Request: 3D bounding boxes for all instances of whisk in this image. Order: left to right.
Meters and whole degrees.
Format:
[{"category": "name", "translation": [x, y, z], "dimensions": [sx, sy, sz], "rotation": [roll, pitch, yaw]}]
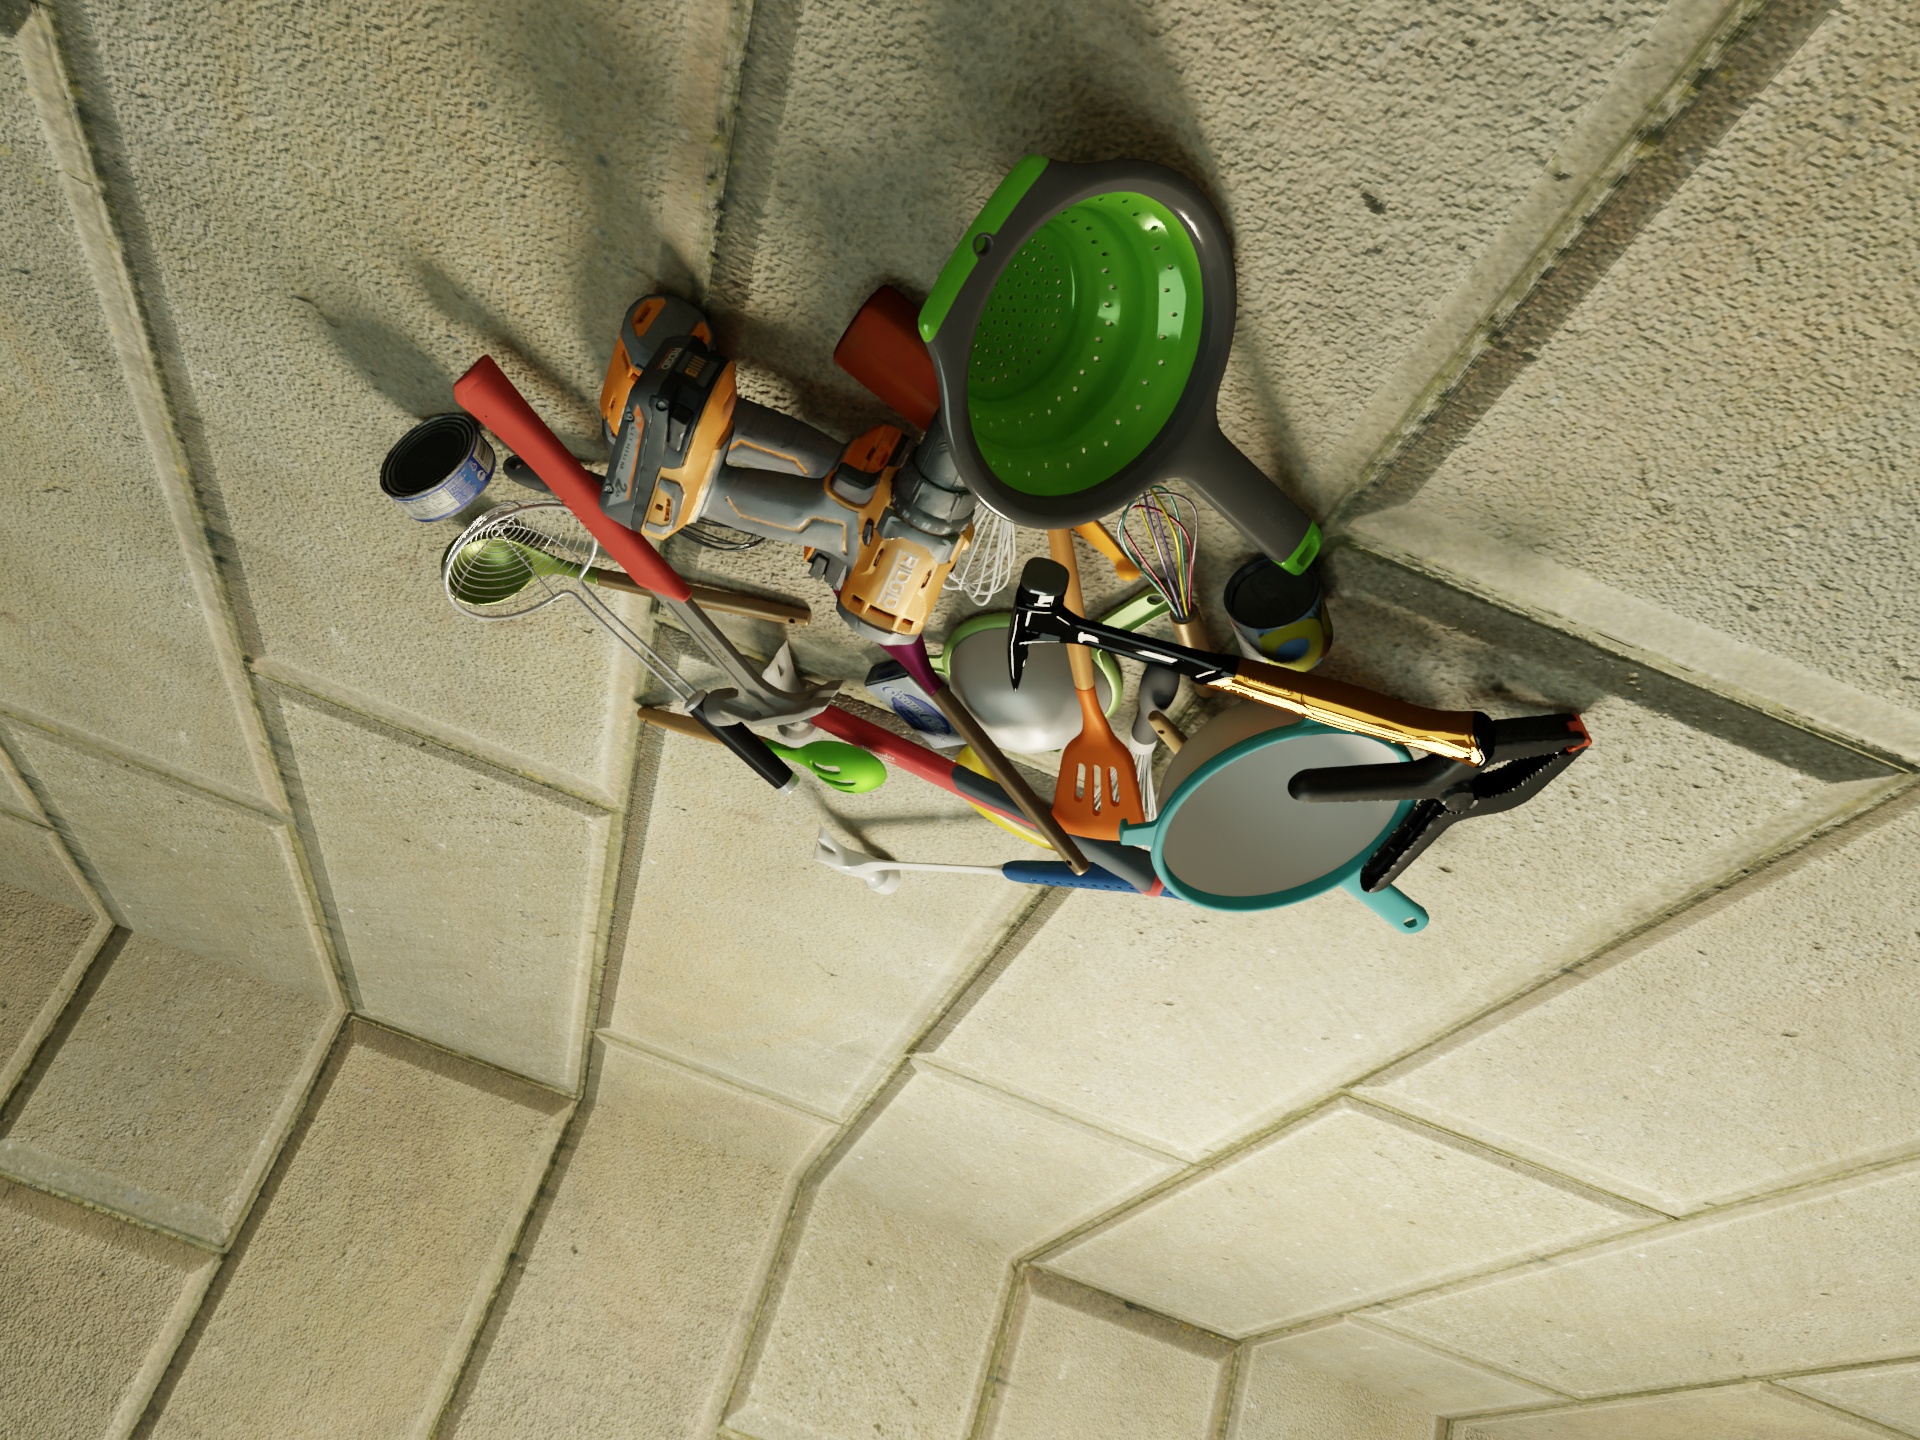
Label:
[{"category": "whisk", "translation": [-0.251, -0.174, 1.230], "dimensions": [0.239, 0.055, 0.055], "rotation": [16, 150, 16]}, {"category": "whisk", "translation": [0.029, -0.161, 1.093], "dimensions": [0.057, 0.059, 0.246], "rotation": [-12, 152, -21]}, {"category": "whisk", "translation": [0.148, 0.033, 1.332], "dimensions": [0.070, 0.070, 0.284], "rotation": [16, 144, 6]}, {"category": "whisk", "translation": [0.153, -0.085, 1.115], "dimensions": [0.047, 0.051, 0.244], "rotation": [22, 158, 31]}]

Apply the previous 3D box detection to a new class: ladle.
[{"category": "ladle", "translation": [-0.284, -0.108, 1.343], "dimensions": [0.320, 0.062, 0.078], "rotation": [12, 142, 8]}, {"category": "ladle", "translation": [0.237, 0.075, 1.339], "dimensions": [0.069, 0.031, 0.315], "rotation": [-10, 144, 35]}]

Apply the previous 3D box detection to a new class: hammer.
[{"category": "hammer", "translation": [-0.243, -0.128, 1.209], "dimensions": [0.149, 0.037, 0.358], "rotation": [-8, 130, 44]}, {"category": "hammer", "translation": [0.003, 0.047, 1.366], "dimensions": [0.386, 0.038, 0.143], "rotation": [25, 156, 14]}, {"category": "hammer", "translation": [0.035, 0.144, 1.535], "dimensions": [0.405, 0.035, 0.144], "rotation": [-1, 159, 36]}, {"category": "hammer", "translation": [0.196, -0.024, 1.091], "dimensions": [0.337, 0.034, 0.127], "rotation": [16, 150, 5]}]

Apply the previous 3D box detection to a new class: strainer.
[{"category": "strainer", "translation": [0.080, -0.032, 1.240], "dimensions": [0.151, 0.069, 0.256], "rotation": [32, 146, -20]}, {"category": "strainer", "translation": [0.279, 0.076, 1.275], "dimensions": [0.211, 0.095, 0.340], "rotation": [-37, 134, 21]}]

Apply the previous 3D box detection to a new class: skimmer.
[{"category": "skimmer", "translation": [-0.263, -0.043, 1.312], "dimensions": [0.127, 0.090, 0.363], "rotation": [-40, 115, 11]}]

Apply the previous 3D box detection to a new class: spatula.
[{"category": "spatula", "translation": [0.087, -0.040, 1.173], "dimensions": [0.081, 0.041, 0.322], "rotation": [6, 134, 22]}]

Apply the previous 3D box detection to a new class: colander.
[{"category": "colander", "translation": [0.098, -0.190, 0.950], "dimensions": [0.396, 0.204, 0.095], "rotation": [29, -173, -47]}]

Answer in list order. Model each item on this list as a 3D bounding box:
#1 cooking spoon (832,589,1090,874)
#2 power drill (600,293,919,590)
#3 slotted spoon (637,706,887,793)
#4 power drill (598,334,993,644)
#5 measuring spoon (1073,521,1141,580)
[{"category": "cooking spoon", "translation": [-0.002, -0.004, 1.258], "dimensions": [0.319, 0.017, 0.068], "rotation": [51, 144, -1]}, {"category": "power drill", "translation": [-0.147, -0.185, 1.118], "dimensions": [0.226, 0.084, 0.164], "rotation": [30, 149, -9]}, {"category": "slotted spoon", "translation": [-0.194, 0.021, 1.467], "dimensions": [0.314, 0.031, 0.070], "rotation": [13, 148, 38]}, {"category": "power drill", "translation": [-0.096, -0.158, 0.997], "dimensions": [0.226, 0.084, 0.185], "rotation": [23, 133, -6]}, {"category": "measuring spoon", "translation": [0.089, -0.134, 1.129], "dimensions": [0.021, 0.011, 0.116], "rotation": [-15, 135, 44]}]
